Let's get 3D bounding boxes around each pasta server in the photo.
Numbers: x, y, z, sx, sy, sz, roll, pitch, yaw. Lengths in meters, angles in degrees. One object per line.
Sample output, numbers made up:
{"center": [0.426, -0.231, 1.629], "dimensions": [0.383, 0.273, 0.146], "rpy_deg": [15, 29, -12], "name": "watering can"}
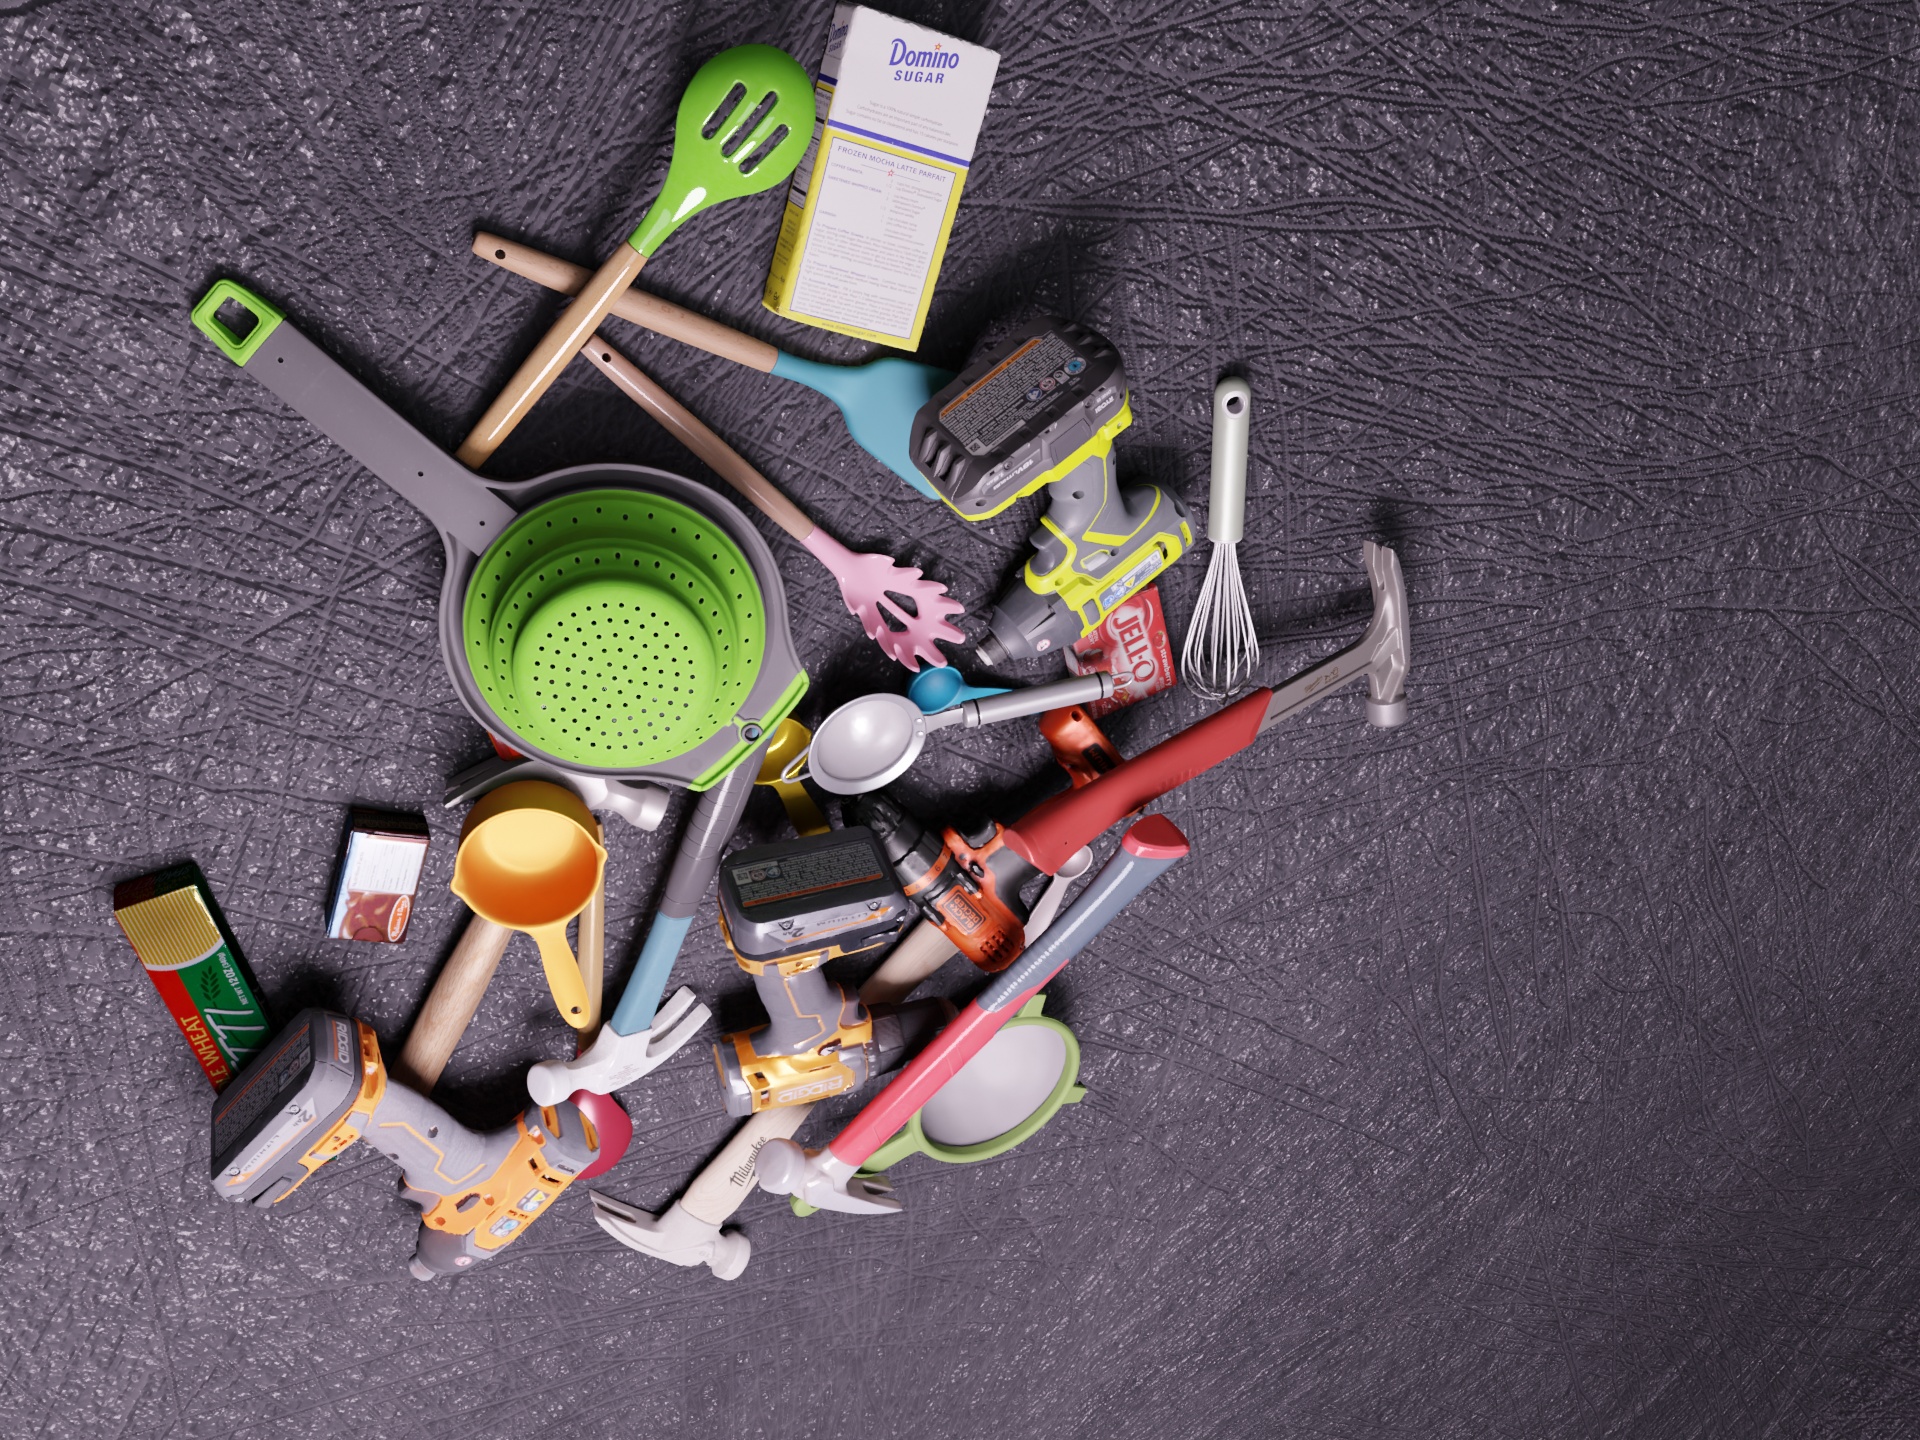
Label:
{"center": [-0.113, -0.134, 1.004], "dimensions": [0.316, 0.040, 0.060], "rpy_deg": [40, 84, -34], "name": "pasta server"}

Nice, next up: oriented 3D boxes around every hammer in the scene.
{"center": [-0.188, 0.117, 1.073], "dimensions": [0.128, 0.033, 0.331], "rpy_deg": [-5, 126, -52], "name": "hammer"}
{"center": [-0.112, 0.260, 1.228], "dimensions": [0.146, 0.038, 0.410], "rpy_deg": [35, 99, -33], "name": "hammer"}
{"center": [0.026, 0.216, 1.138], "dimensions": [0.386, 0.038, 0.143], "rpy_deg": [-46, 137, 13], "name": "hammer"}
{"center": [0.183, 0.004, 1.136], "dimensions": [0.359, 0.037, 0.149], "rpy_deg": [-27, 122, -22], "name": "hammer"}
{"center": [-0.327, 0.156, 1.067], "dimensions": [0.130, 0.031, 0.331], "rpy_deg": [24, 108, -24], "name": "hammer"}

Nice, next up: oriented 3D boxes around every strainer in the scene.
{"center": [-0.029, 0.302, 1.264], "dimensions": [0.256, 0.069, 0.151], "rpy_deg": [-30, 132, -8], "name": "strainer"}
{"center": [-0.002, -0.003, 1.093], "dimensions": [0.258, 0.050, 0.086], "rpy_deg": [-12, 133, -12], "name": "strainer"}

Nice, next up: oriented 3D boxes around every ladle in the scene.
{"center": [-0.265, 0.210, 1.137], "dimensions": [0.069, 0.031, 0.315], "rpy_deg": [-5, 117, -25], "name": "ladle"}

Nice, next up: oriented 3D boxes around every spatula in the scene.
{"center": [-0.131, -0.221, 0.943], "dimensions": [0.317, 0.044, 0.082], "rpy_deg": [16, 115, -29], "name": "spatula"}

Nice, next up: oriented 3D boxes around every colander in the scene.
{"center": [-0.255, -0.091, 0.885], "dimensions": [0.204, 0.095, 0.396], "rpy_deg": [-45, 114, 9], "name": "colander"}

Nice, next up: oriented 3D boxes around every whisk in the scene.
{"center": [0.190, -0.125, 1.143], "dimensions": [0.058, 0.059, 0.246], "rpy_deg": [-3, 115, -3], "name": "whisk"}

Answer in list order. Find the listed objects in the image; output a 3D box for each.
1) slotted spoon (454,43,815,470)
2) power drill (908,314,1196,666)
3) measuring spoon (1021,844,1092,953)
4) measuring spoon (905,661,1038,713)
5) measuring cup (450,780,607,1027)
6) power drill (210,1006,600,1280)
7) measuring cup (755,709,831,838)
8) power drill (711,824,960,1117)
{"center": [-0.193, -0.241, 0.883], "dimensions": [0.070, 0.031, 0.313], "rpy_deg": [37, 109, -26], "name": "slotted spoon"}
{"center": [0.057, -0.134, 1.023], "dimensions": [0.171, 0.080, 0.223], "rpy_deg": [-39, 146, -4], "name": "power drill"}
{"center": [0.066, 0.142, 1.258], "dimensions": [0.034, 0.018, 0.124], "rpy_deg": [12, 119, -29], "name": "measuring spoon"}
{"center": [0.013, -0.022, 1.140], "dimensions": [0.128, 0.021, 0.042], "rpy_deg": [8, 124, -38], "name": "measuring spoon"}
{"center": [-0.264, 0.117, 1.015], "dimensions": [0.095, 0.052, 0.173], "rpy_deg": [-13, 121, -8], "name": "measuring cup"}
{"center": [-0.378, 0.296, 1.063], "dimensions": [0.164, 0.084, 0.226], "rpy_deg": [-45, 129, 10], "name": "power drill"}
{"center": [-0.119, 0.046, 1.114], "dimensions": [0.062, 0.029, 0.156], "rpy_deg": [-26, 135, -4], "name": "measuring cup"}
{"center": [-0.083, 0.181, 1.118], "dimensions": [0.185, 0.084, 0.226], "rpy_deg": [-10, 132, -18], "name": "power drill"}
